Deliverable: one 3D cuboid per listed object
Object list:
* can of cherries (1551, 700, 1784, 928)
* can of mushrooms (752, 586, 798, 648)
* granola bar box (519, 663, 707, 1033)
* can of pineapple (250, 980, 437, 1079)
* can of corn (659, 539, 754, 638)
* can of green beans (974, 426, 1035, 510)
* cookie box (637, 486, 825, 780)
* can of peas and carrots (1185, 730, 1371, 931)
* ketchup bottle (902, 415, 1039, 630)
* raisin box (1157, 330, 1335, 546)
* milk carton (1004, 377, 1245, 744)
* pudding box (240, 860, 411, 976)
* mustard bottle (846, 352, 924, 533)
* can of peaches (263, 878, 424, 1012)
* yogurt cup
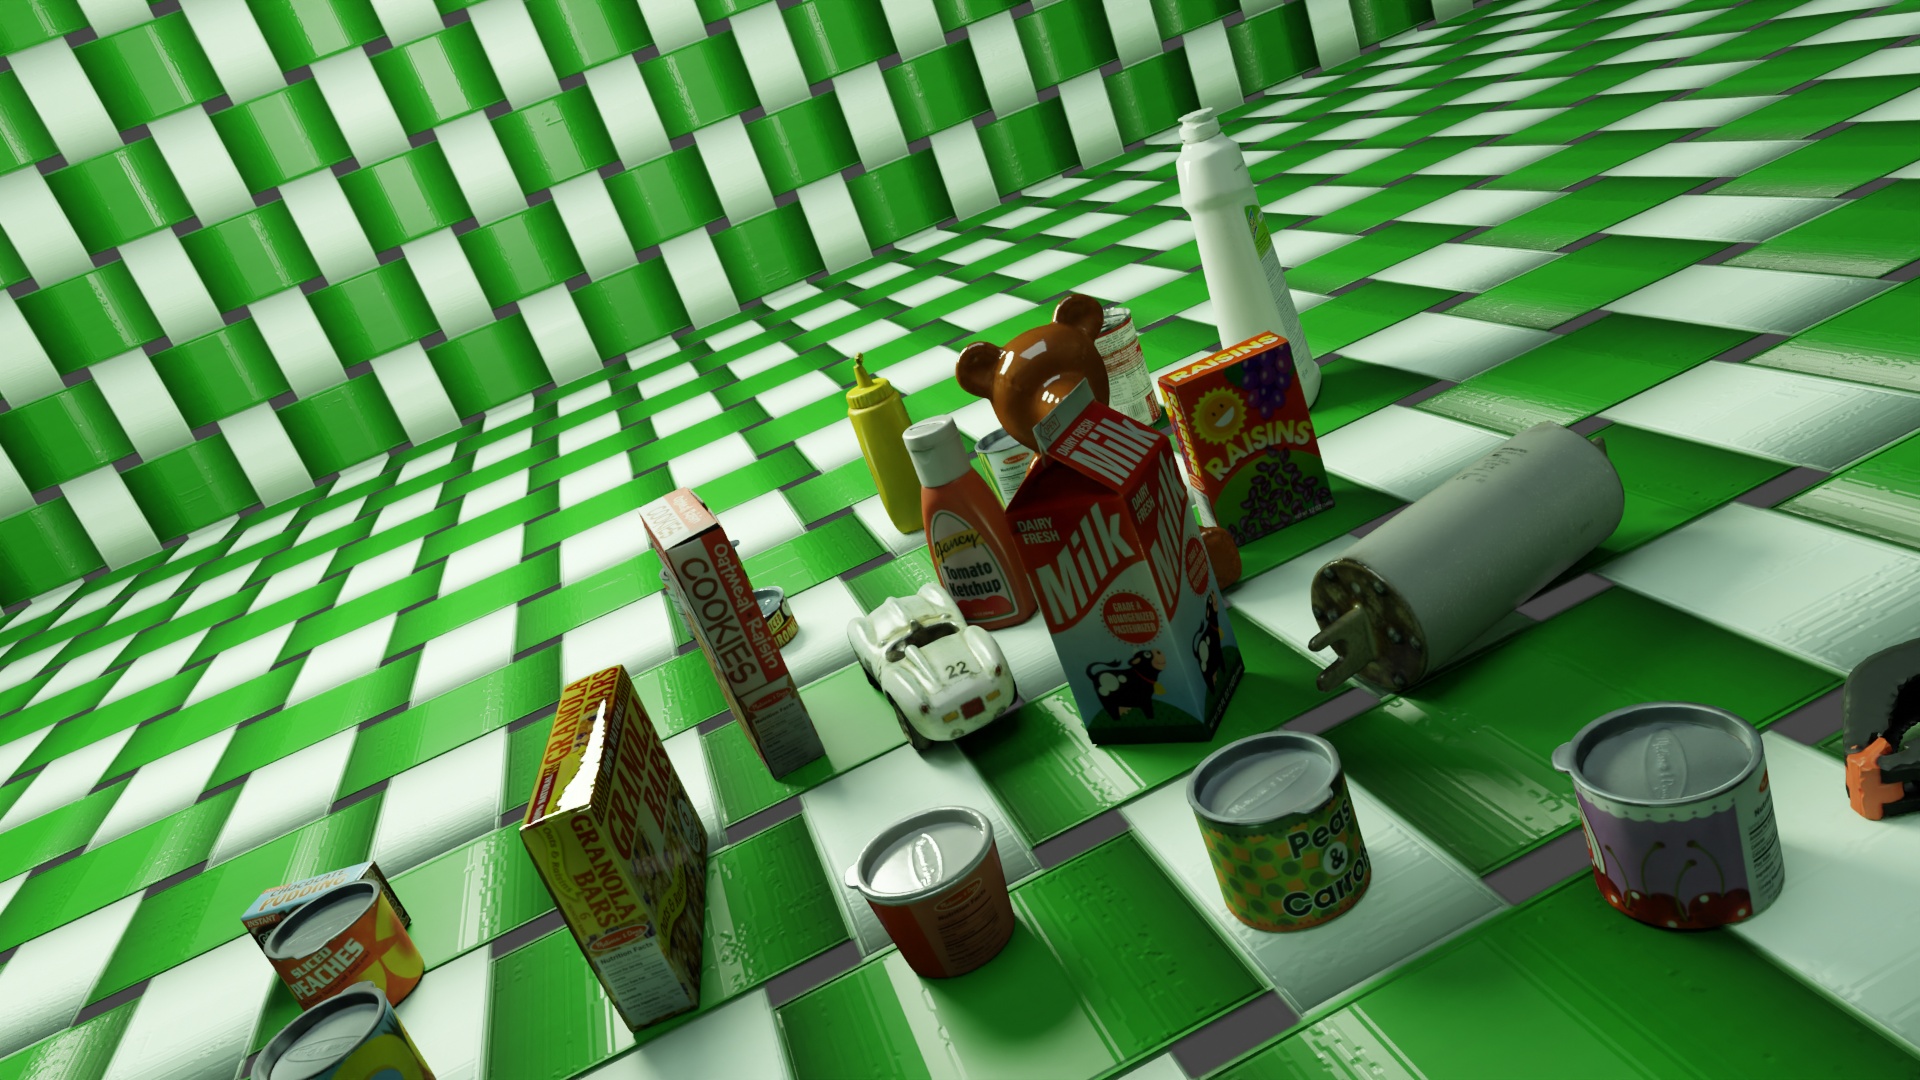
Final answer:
[{"bbox_3d":[0.266,0.102,0.523,0.071,0.058,0.072,-19,20,7],"label":"can of cherries"},{"bbox_3d":[-0.160,0.066,1.076,0.071,0.033,0.071,-19,20,7],"label":"can of mushrooms"},{"bbox_3d":[-0.177,0.155,0.731,0.039,0.123,0.166,-22,20,-1],"label":"granola bar box"},{"bbox_3d":[-0.295,0.260,0.674,0.071,0.057,0.071,-19,20,7],"label":"can of pineapple"},{"bbox_3d":[-0.205,0.039,1.153,0.071,0.058,0.071,-19,20,7],"label":"can of corn"},{"bbox_3d":[0.053,-0.063,1.163,0.071,0.057,0.071,-19,20,7],"label":"can of green beans"},{"bbox_3d":[-0.149,0.056,0.896,0.040,0.167,0.123,-26,20,-14],"label":"cookie box"},{"bbox_3d":[0.138,0.124,0.594,0.071,0.058,0.071,-19,20,7],"label":"can of peas and carrots"},{"bbox_3d":[0.003,-0.012,0.947,0.064,0.148,0.044,-9,23,31],"label":"ketchup bottle"},{"bbox_3d":[0.194,-0.067,0.938,0.086,0.123,0.040,-23,20,-4],"label":"raisin box"},{"bbox_3d":[0.084,0.012,0.745,0.073,0.190,0.073,-8,23,33],"label":"milk carton"},{"bbox_3d":[-0.389,0.232,0.852,0.083,0.049,0.030,-17,20,12],"label":"pudding box"},{"bbox_3d":[-0.062,-0.087,1.188,0.049,0.159,0.065,-20,20,4],"label":"mustard bottle"},{"bbox_3d":[-0.348,0.237,0.786,0.071,0.058,0.071,-19,20,7],"label":"can of peaches"},{"bbox_3d":[-0.009,0.164,0.644,0.072,0.053,0.072,-19,20,7],"label":"yogurt cup"}]
